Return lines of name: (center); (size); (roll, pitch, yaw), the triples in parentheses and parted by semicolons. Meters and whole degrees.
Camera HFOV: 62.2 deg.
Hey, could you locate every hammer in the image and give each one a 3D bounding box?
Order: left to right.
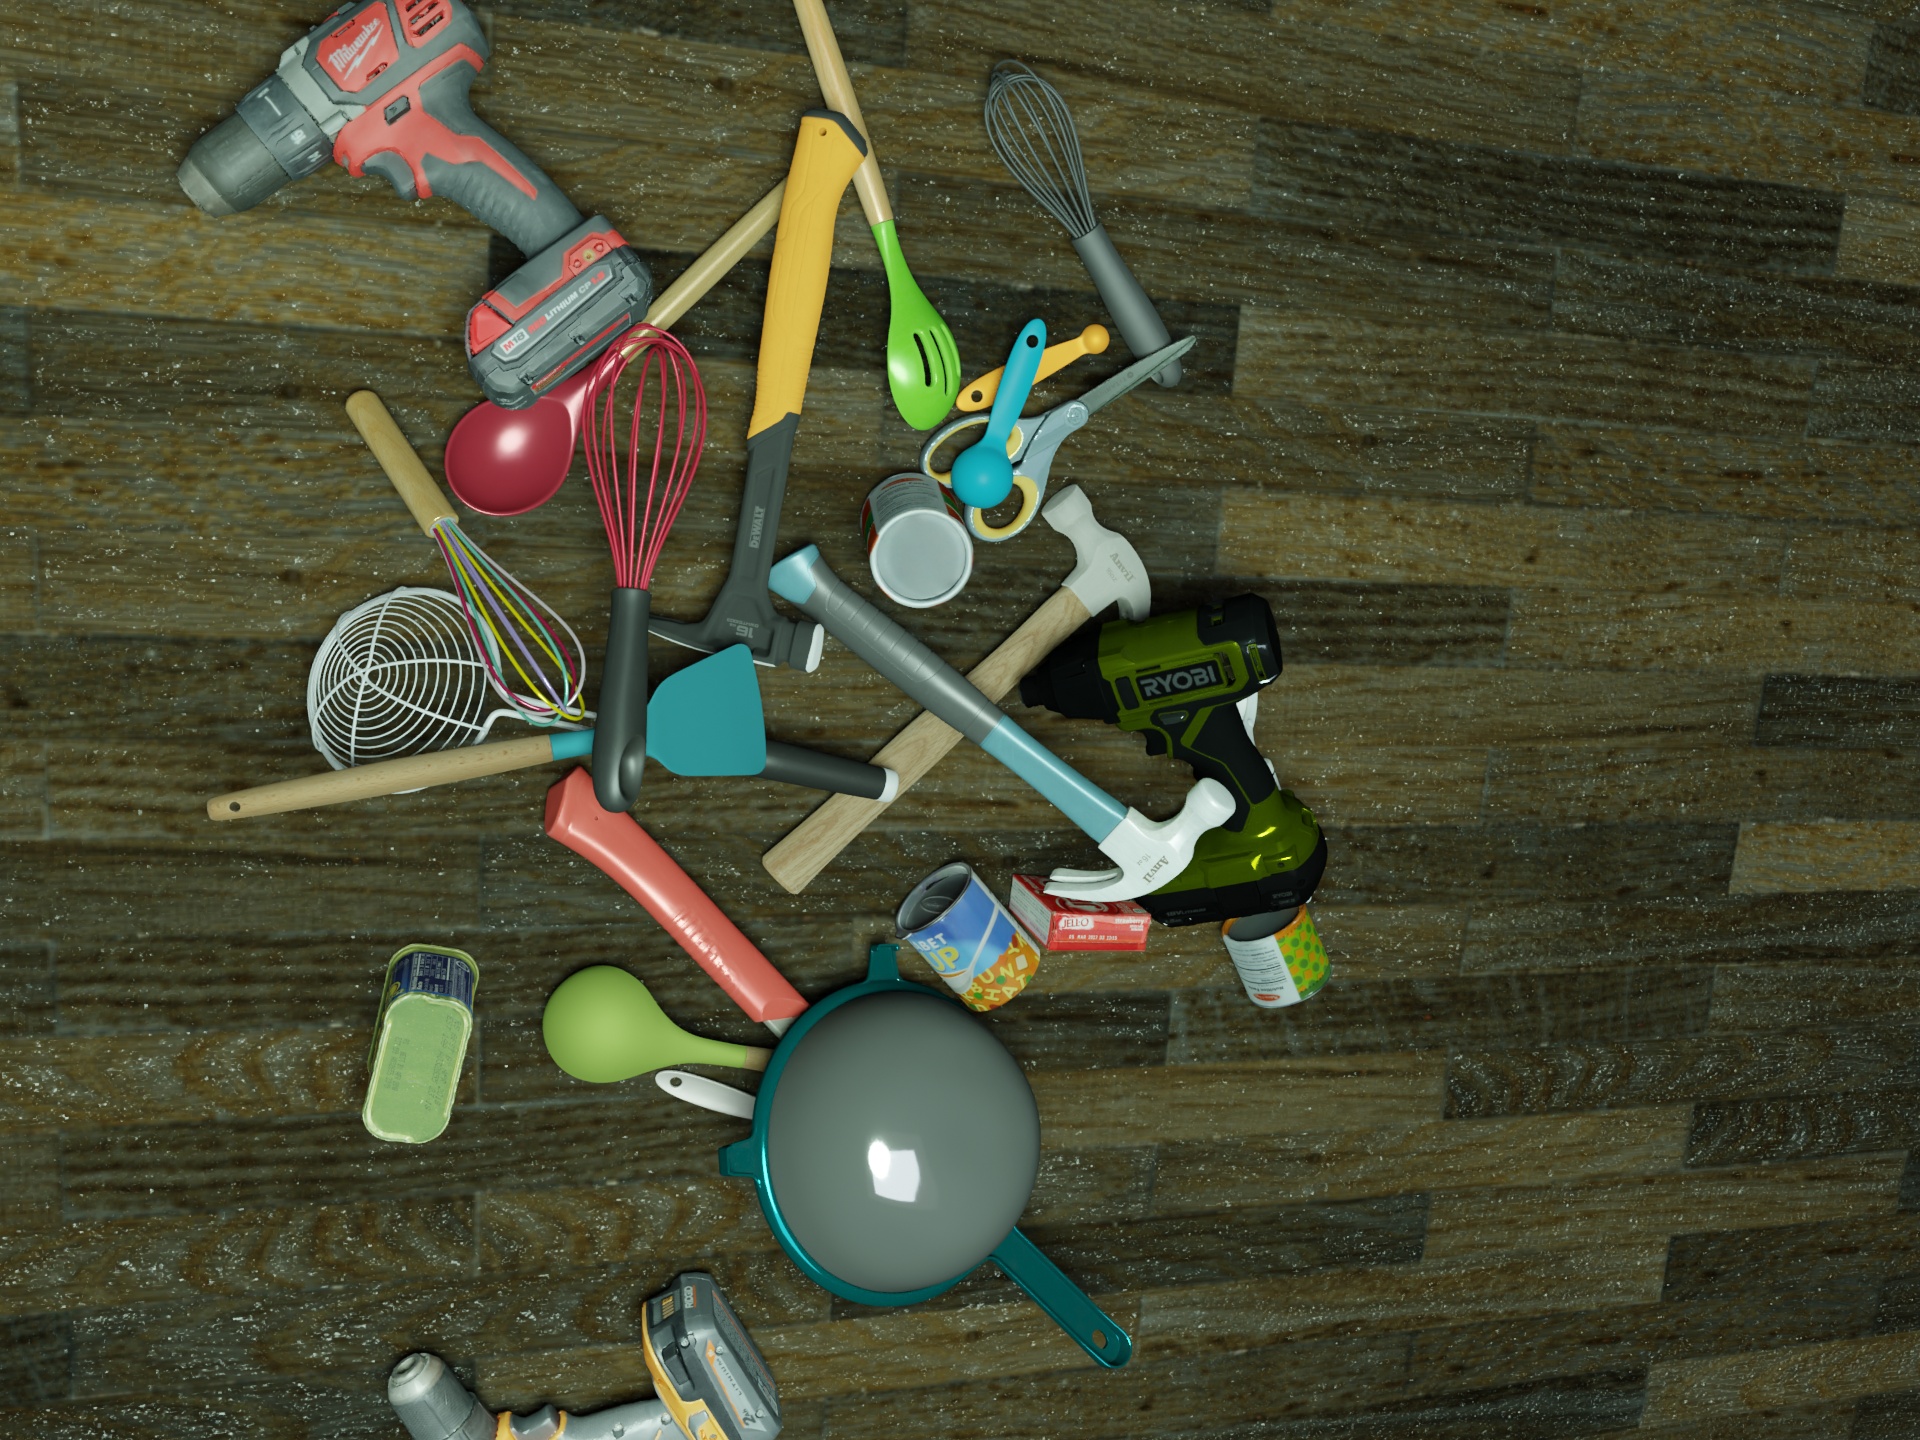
hammer: (-0.136, 0.165, 1.062); (0.359, 0.037, 0.149); (49, 55, -12)
hammer: (-0.119, -0.204, 0.982); (0.127, 0.034, 0.337); (13, 99, 4)
hammer: (-0.002, -0.003, 1.088); (0.331, 0.031, 0.130); (-43, 109, -4)
hammer: (0.011, -0.004, 1.032); (0.331, 0.033, 0.128); (38, 117, 0)

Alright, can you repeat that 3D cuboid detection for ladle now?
ladle: (-0.193, -0.245, 0.981); (0.315, 0.031, 0.069); (-45, 105, -5)
ladle: (-0.130, 0.231, 1.102); (0.320, 0.062, 0.078); (16, 97, -26)

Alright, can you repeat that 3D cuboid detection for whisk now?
whisk: (-0.289, -0.095, 0.925); (0.047, 0.051, 0.245); (-22, 71, -48)
whisk: (-0.191, -0.093, 0.926); (0.073, 0.073, 0.296); (6, 77, -18)
whisk: (0.085, -0.319, 1.038); (0.055, 0.055, 0.238); (-38, 114, -6)

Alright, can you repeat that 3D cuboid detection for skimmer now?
skimmer: (-0.219, 0.008, 1.008); (0.363, 0.090, 0.127); (13, 78, -24)

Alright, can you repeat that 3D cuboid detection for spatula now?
spatula: (-0.265, 0.021, 0.926); (0.317, 0.044, 0.082); (-10, 101, -18)

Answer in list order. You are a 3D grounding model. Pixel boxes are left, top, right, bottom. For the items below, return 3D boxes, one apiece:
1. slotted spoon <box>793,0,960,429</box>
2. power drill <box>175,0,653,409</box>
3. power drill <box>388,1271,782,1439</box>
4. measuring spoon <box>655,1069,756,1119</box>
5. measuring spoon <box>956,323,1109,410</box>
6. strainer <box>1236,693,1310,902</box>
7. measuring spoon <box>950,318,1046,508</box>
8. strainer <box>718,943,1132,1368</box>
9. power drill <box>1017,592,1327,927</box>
slotted spoon: (-0.059, -0.337, 0.996); (0.070, 0.031, 0.313); (-33, 109, -47)
power drill: (-0.305, -0.286, 0.903); (0.188, 0.080, 0.226); (-39, 99, -6)
power drill: (-0.260, 0.470, 1.090); (0.226, 0.084, 0.185); (-28, 107, -5)
measuring spoon: (-0.154, 0.264, 1.112); (0.124, 0.018, 0.034); (21, 103, -13)
measuring spoon: (0.049, -0.235, 1.063); (0.117, 0.011, 0.021); (-27, 108, -10)
strainer: (0.213, 0.030, 1.155); (0.087, 0.050, 0.258); (-53, 126, -47)
measuring spoon: (0.030, -0.199, 1.034); (0.042, 0.021, 0.128); (18, 102, -13)
strainer: (0.020, 0.315, 1.044); (0.340, 0.095, 0.211); (47, 56, -13)
power drill: (0.149, 0.029, 1.076); (0.171, 0.080, 0.223); (-13, 122, 19)
